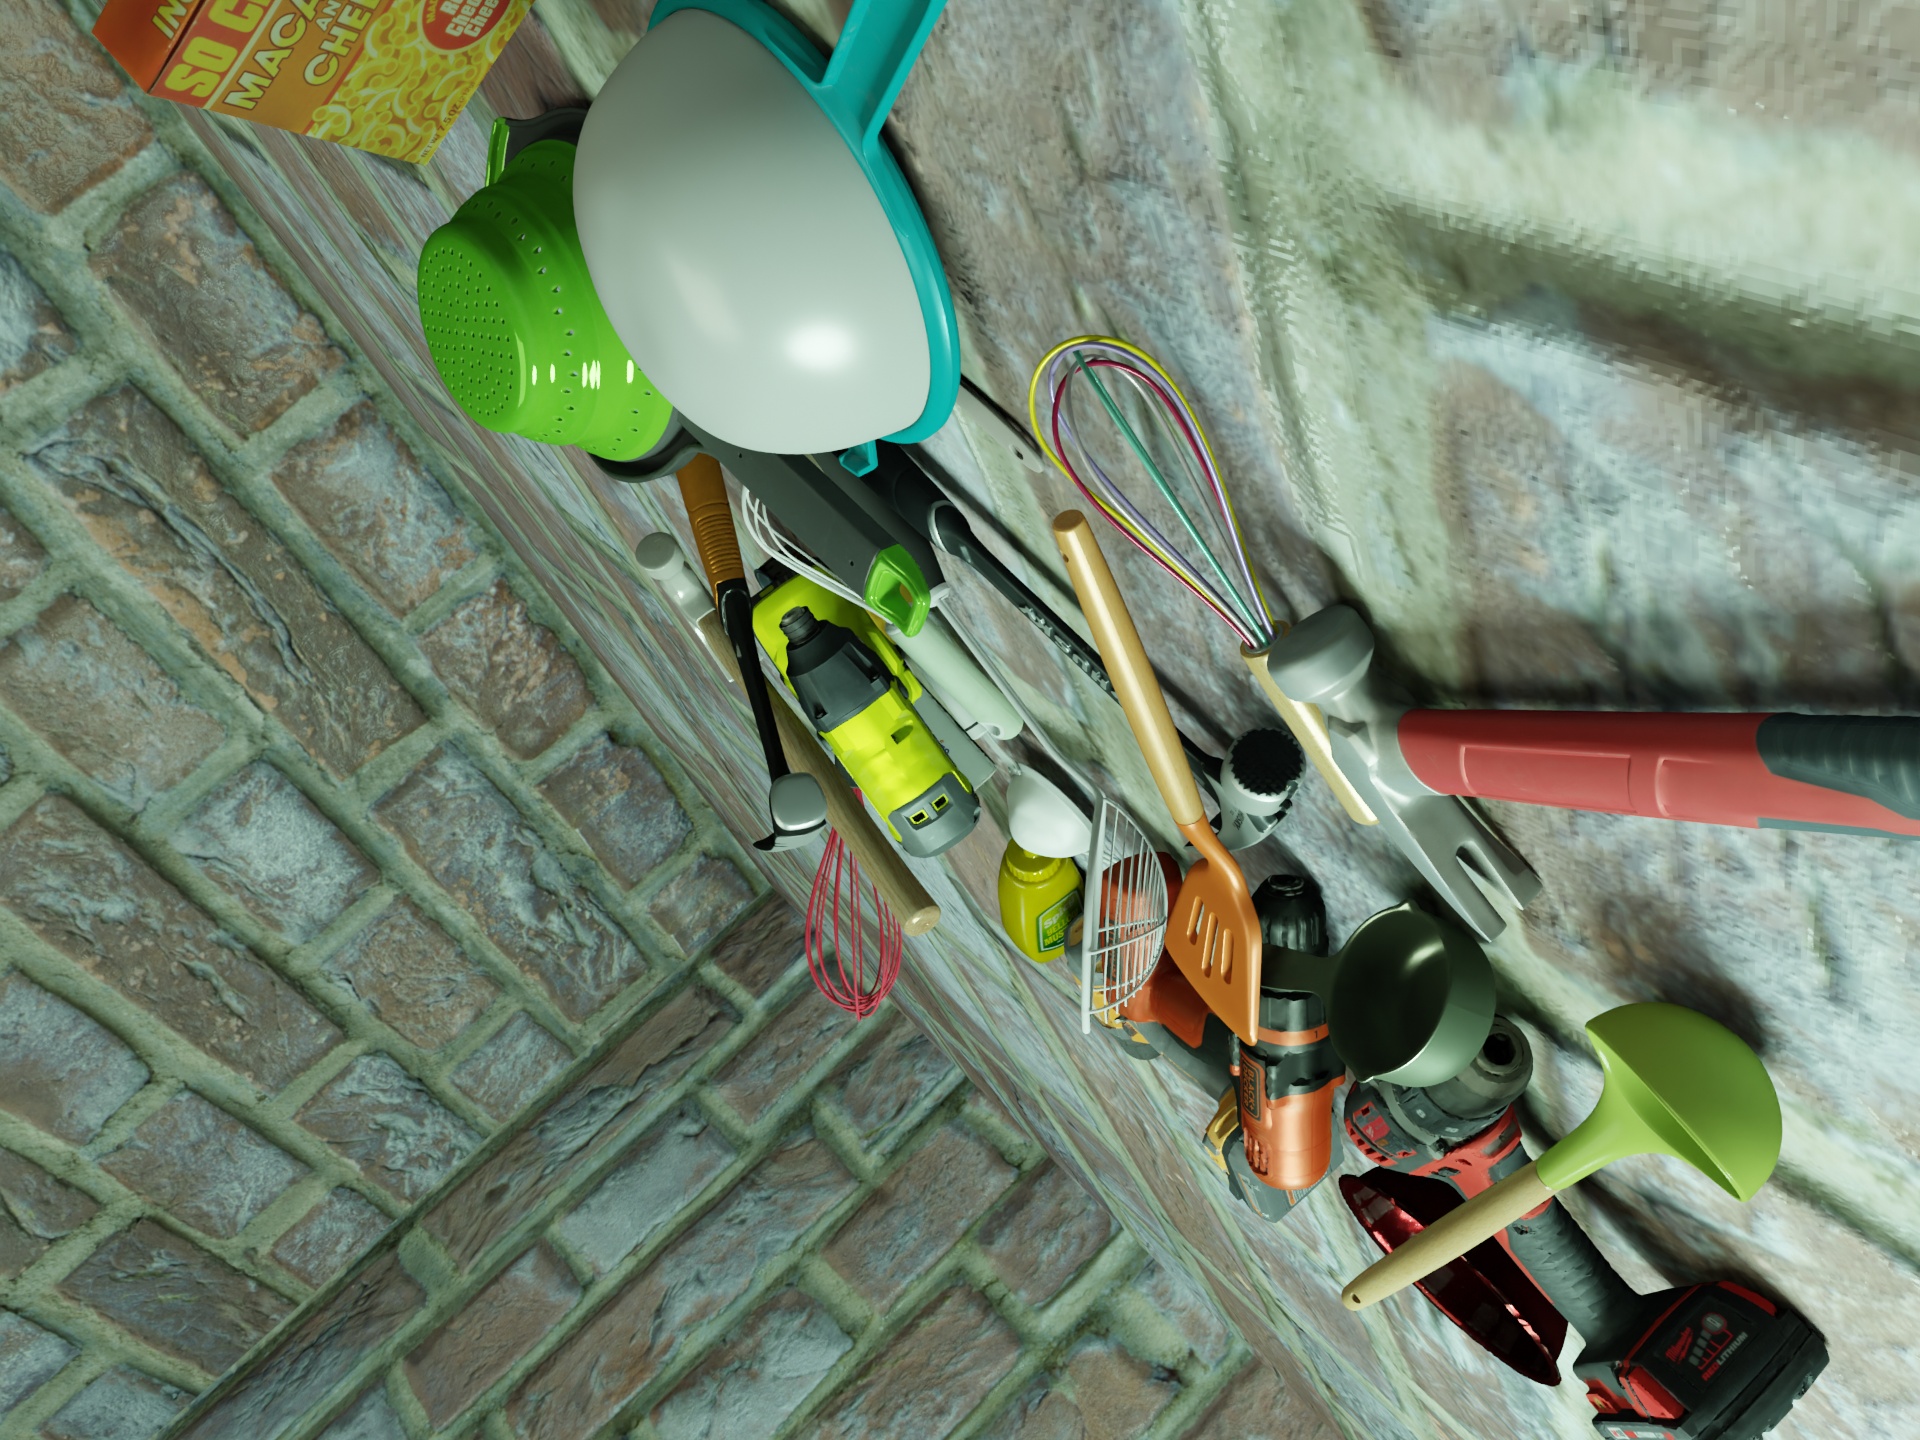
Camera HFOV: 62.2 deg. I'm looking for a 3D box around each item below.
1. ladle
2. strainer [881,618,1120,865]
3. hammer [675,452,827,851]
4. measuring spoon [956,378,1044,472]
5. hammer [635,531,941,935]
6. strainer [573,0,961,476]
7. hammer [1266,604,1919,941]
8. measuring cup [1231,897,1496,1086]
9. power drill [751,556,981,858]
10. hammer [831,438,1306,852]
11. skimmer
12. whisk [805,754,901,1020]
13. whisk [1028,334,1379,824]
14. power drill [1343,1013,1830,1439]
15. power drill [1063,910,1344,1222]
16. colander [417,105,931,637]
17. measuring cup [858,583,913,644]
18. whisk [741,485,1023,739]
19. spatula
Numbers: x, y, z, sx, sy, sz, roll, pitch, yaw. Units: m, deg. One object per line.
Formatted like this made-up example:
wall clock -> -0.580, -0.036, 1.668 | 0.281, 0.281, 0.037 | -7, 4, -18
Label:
ladle -> 0.227, 0.206, 0.670 | 0.078, 0.062, 0.320 | 52, 147, 20
strainer -> 0.016, 0.011, 1.048 | 0.258, 0.050, 0.087 | 53, 165, -5
hammer -> -0.139, -0.087, 0.944 | 0.127, 0.034, 0.337 | 133, 123, -73
measuring spoon -> -0.010, -0.147, 0.715 | 0.124, 0.018, 0.034 | 44, 166, 20
hammer -> -0.114, 0.014, 1.091 | 0.332, 0.031, 0.130 | 52, 176, 25
strainer -> -0.082, -0.196, 0.612 | 0.211, 0.095, 0.340 | 55, 163, -5
hammer -> 0.223, 0.025, 0.422 | 0.143, 0.038, 0.386 | 50, 167, -13
measuring cup -> 0.182, 0.124, 0.738 | 0.038, 0.083, 0.167 | 21, 170, -21
power drill -> -0.071, -0.023, 1.023 | 0.171, 0.080, 0.223 | 56, 179, -23
hammer -> 0.009, -0.084, 0.809 | 0.409, 0.036, 0.149 | 45, 167, 16
skimmer -> -0.001, -0.003, 0.872 | 0.363, 0.090, 0.127 | 54, -175, 5
whisk -> -0.081, 0.070, 1.162 | 0.073, 0.073, 0.296 | 136, 132, -77
whisk -> 0.101, -0.046, 0.603 | 0.244, 0.047, 0.051 | 51, -179, -28
power drill -> 0.285, 0.235, 0.750 | 0.227, 0.080, 0.187 | 48, 165, 18
power drill -> 0.171, 0.251, 1.151 | 0.226, 0.084, 0.185 | 44, 167, 36
colander -> -0.173, -0.167, 0.833 | 0.397, 0.094, 0.204 | 44, 138, 22
measuring cup -> -0.073, -0.116, 1.014 | 0.157, 0.029, 0.062 | 55, 175, 21
whisk -> -0.041, -0.066, 0.946 | 0.058, 0.059, 0.246 | 2, 145, 51
spatula -> 0.087, 0.032, 0.701 | 0.081, 0.041, 0.322 | 50, 172, 45
